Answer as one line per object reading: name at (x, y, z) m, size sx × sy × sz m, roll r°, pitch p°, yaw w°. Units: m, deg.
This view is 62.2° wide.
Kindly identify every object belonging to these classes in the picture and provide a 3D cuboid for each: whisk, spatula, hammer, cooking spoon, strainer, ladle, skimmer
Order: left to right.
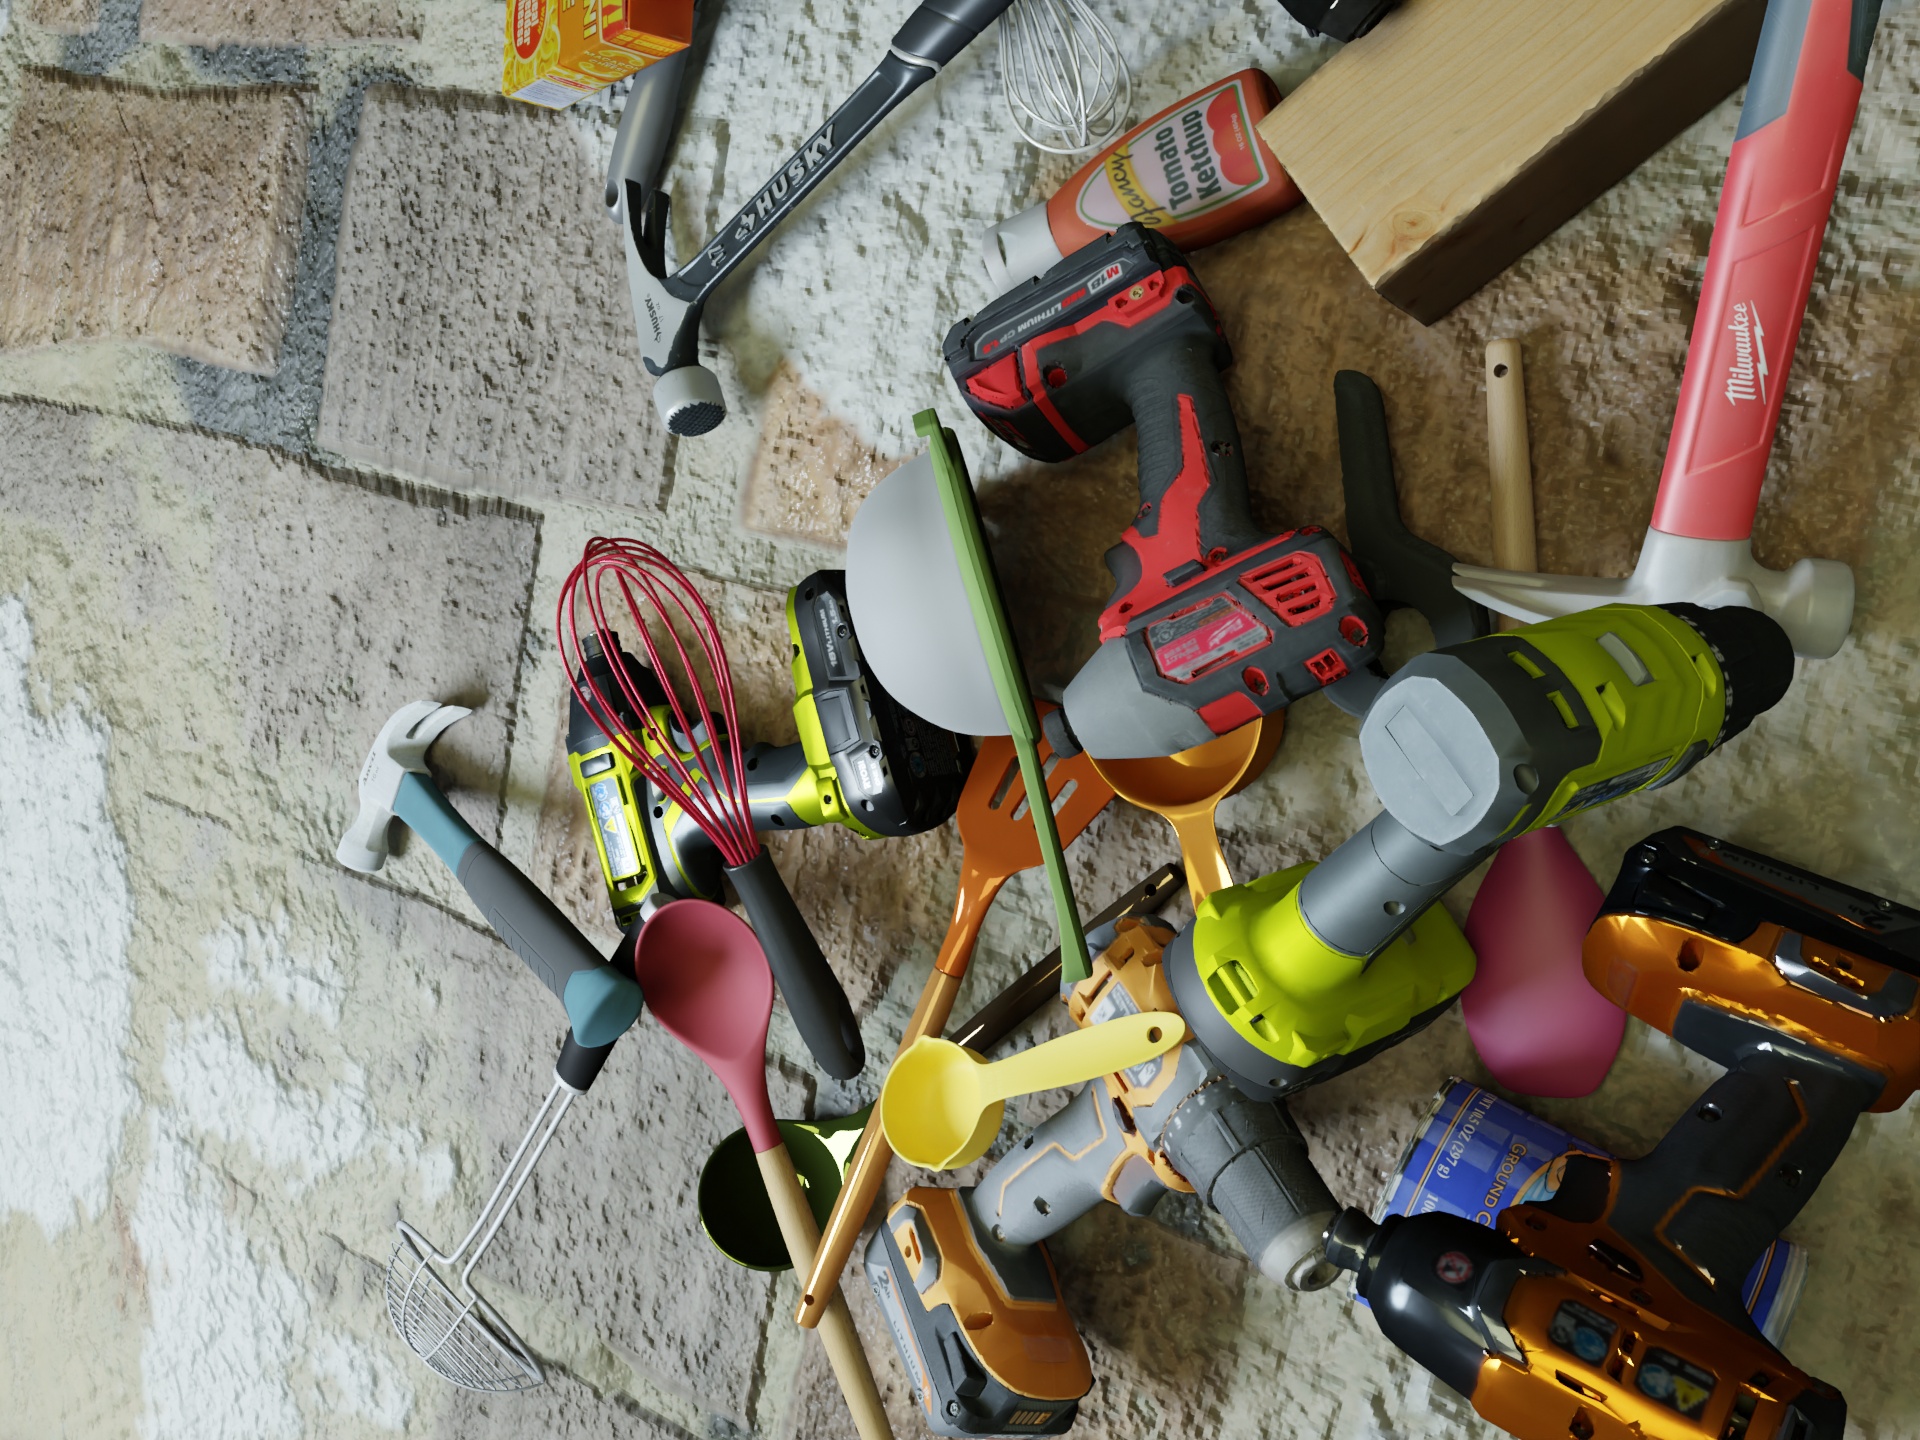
hammer at (-0.268, 0.088, 0.896) m, size 0.331 × 0.033 × 0.128 m, roll 31°, pitch 103°, yaw 45°
skimmer at (-0.228, 0.239, 0.900) m, size 0.127 × 0.090 × 0.363 m, roll 37°, pitch 109°, yaw 17°
whisk at (-0.150, -0.386, 0.865) m, size 0.055 × 0.055 × 0.239 m, roll 32°, pitch 111°, yaw 25°
whisk at (-0.111, 0.049, 0.756) m, size 0.073 × 0.073 × 0.295 m, roll -14°, pitch 109°, yaw 30°
ladle at (-0.085, 0.237, 0.792) m, size 0.069 × 0.031 × 0.315 m, roll -22°, pitch 86°, yaw 9°
hammer at (-0.036, -0.309, 0.765) m, size 0.409 × 0.036 × 0.149 m, roll -33°, pitch 66°, yaw 35°
ladle at (-0.013, 0.172, 0.796) m, size 0.320 × 0.062 × 0.078 m, roll -43°, pitch 69°, yaw 21°
spatula at (-0.010, 0.144, 0.769) m, size 0.081 × 0.041 × 0.322 m, roll 24°, pitch 93°, yaw 24°
strainer at (-0.001, -0.002, 0.720) m, size 0.069 × 0.151 × 0.256 m, roll -14°, pitch 83°, yaw 4°
whisk at (0.023, -0.378, 0.763) m, size 0.059 × 0.057 × 0.246 m, roll -19°, pitch 76°, yaw 4°
cooking spoon at (0.236, 0.000, 0.667) m, size 0.069 × 0.017 × 0.319 m, roll -3°, pitch 90°, yaw 32°
hammer at (0.270, -0.210, 0.544) m, size 0.143 × 0.038 × 0.386 m, roll 8°, pitch 115°, yaw 13°

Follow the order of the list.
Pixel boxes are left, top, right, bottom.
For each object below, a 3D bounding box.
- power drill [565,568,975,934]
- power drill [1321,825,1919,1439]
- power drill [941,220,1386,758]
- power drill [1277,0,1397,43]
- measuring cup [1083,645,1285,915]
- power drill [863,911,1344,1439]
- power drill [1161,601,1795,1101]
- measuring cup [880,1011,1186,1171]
power drill at (-0.114, 0.009, 0.838) m, size 0.223 × 0.080 × 0.171 m, roll -20°, pitch 83°, yaw 32°
power drill at (0.241, 0.150, 0.562) m, size 0.164 × 0.084 × 0.226 m, roll 22°, pitch 59°, yaw 28°
power drill at (0.076, -0.090, 0.682) m, size 0.143 × 0.078 × 0.220 m, roll -28°, pitch 62°, yaw 17°
power drill at (0.150, -0.385, 0.607) m, size 0.227 × 0.080 × 0.188 m, roll -43°, pitch 89°, yaw -9°
measuring cup at (0.113, 0.037, 0.722) m, size 0.095 × 0.052 × 0.173 m, roll -16°, pitch 87°, yaw 29°
power drill at (0.064, 0.225, 0.708) m, size 0.226 × 0.084 × 0.186 m, roll -56°, pitch 39°, yaw 18°
power drill at (0.191, 0.042, 0.594) m, size 0.080 × 0.190 × 0.228 m, roll 58°, pitch 142°, yaw 25°
measuring cup at (0.035, 0.158, 0.704) m, size 0.156 × 0.029 × 0.062 m, roll -23°, pitch 59°, yaw 25°
